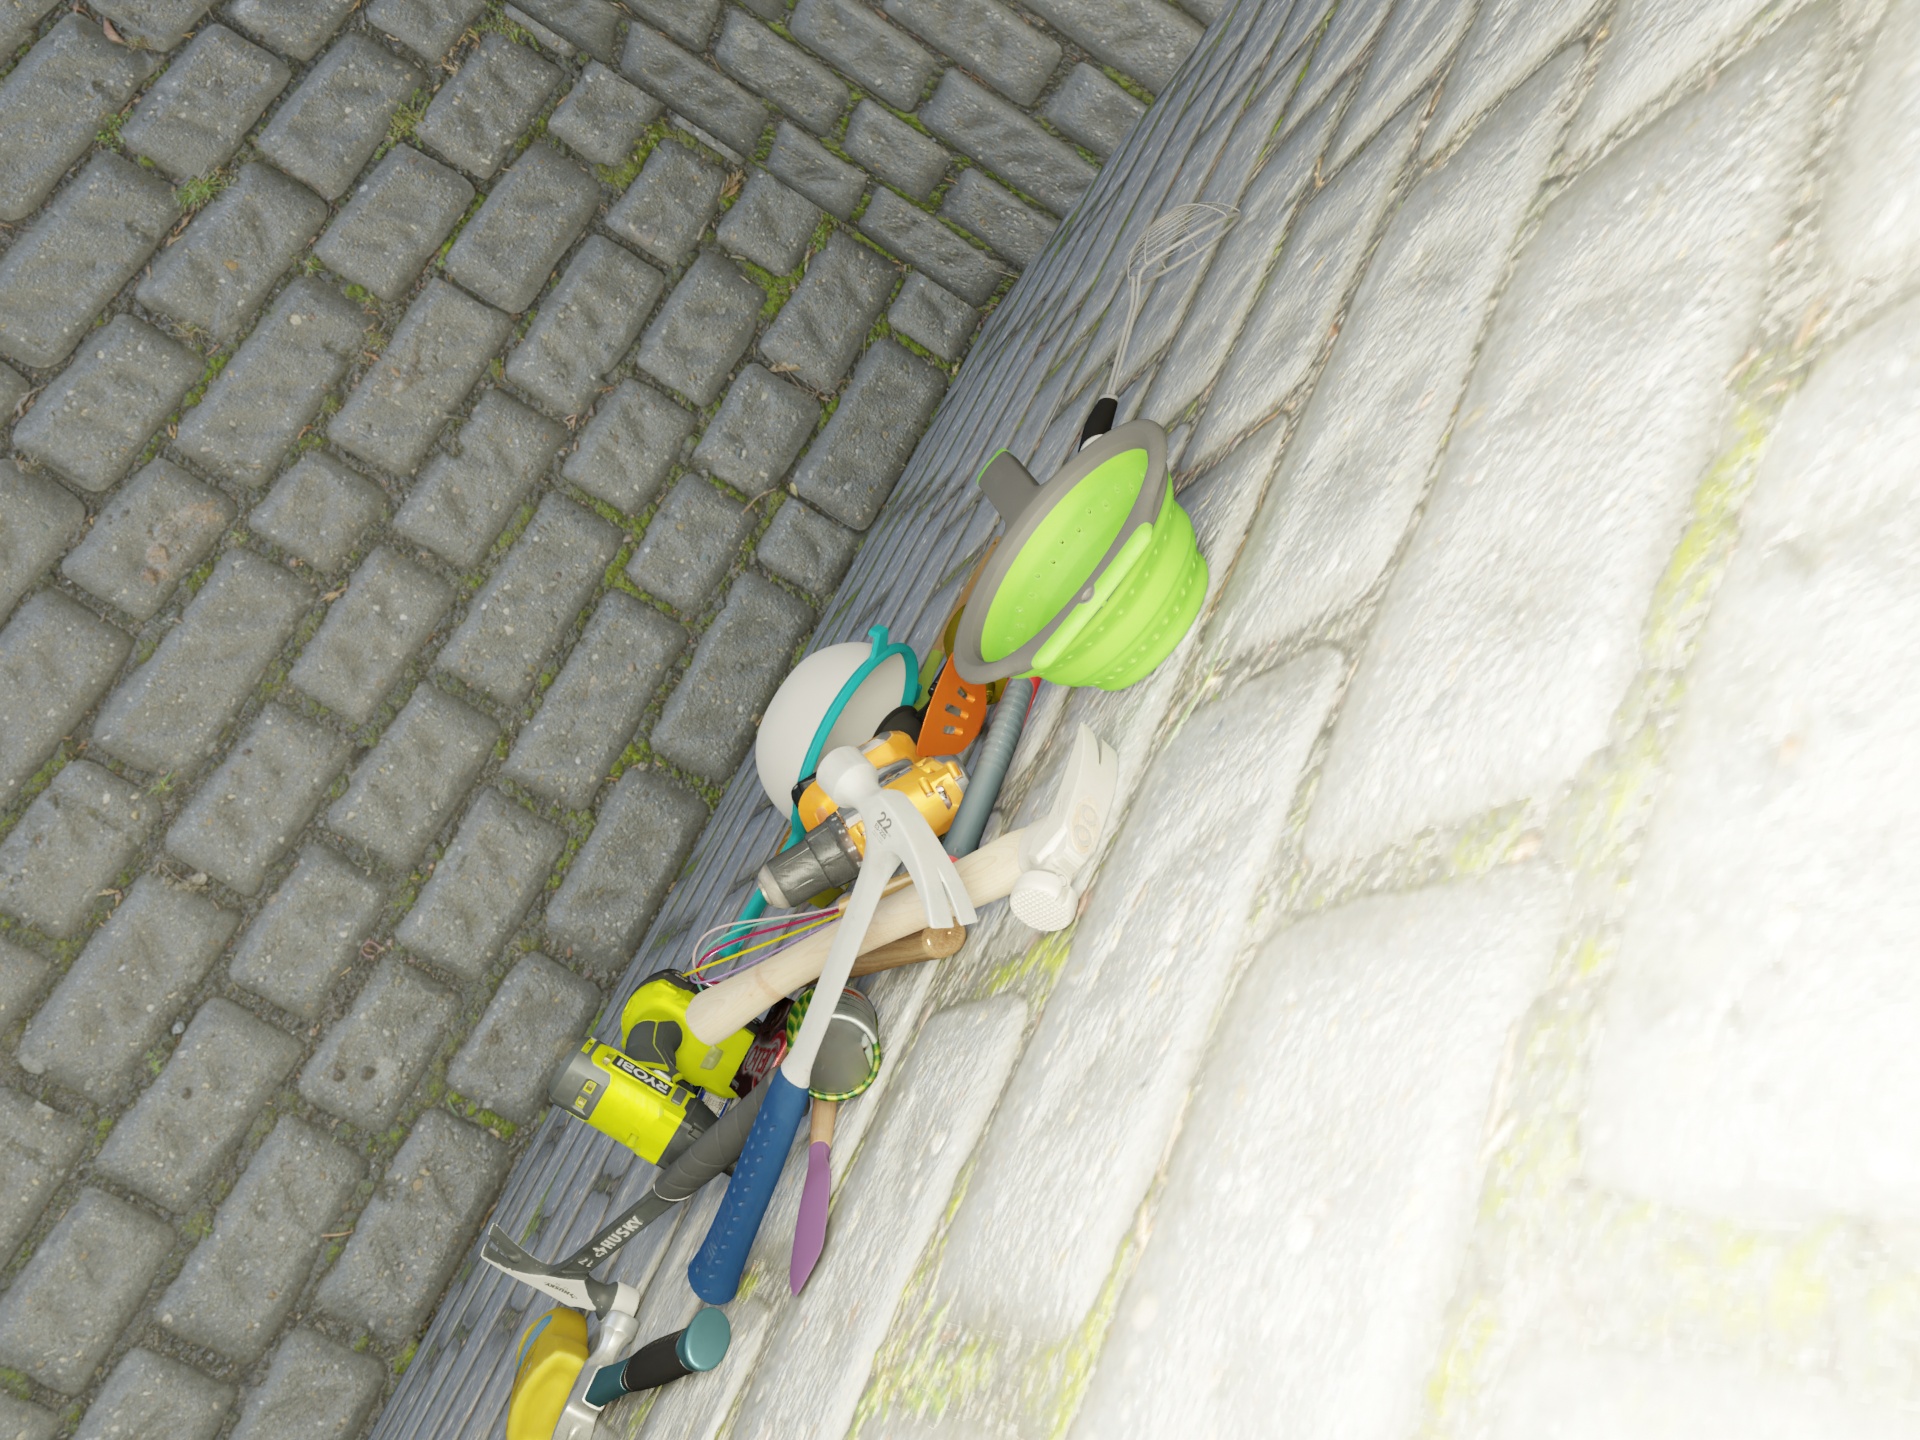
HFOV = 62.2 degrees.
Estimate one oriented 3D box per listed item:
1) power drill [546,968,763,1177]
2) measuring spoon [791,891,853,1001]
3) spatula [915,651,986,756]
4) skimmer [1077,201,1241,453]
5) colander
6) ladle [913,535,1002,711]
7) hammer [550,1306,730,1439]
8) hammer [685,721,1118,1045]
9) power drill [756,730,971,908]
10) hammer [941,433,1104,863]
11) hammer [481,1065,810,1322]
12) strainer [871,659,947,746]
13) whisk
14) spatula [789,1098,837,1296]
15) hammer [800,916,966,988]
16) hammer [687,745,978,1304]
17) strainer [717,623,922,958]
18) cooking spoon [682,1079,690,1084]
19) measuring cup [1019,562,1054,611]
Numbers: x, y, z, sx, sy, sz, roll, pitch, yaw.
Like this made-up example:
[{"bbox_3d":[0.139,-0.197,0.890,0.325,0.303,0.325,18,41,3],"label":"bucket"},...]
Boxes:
[{"bbox_3d":[-0.247,0.311,1.389,0.080,0.171,0.223,-59,2,11],"label":"power drill"},{"bbox_3d":[-0.131,0.211,1.483,0.124,0.018,0.034,-59,11,5],"label":"measuring spoon"},{"bbox_3d":[-0.002,-0.004,1.282,0.322,0.041,0.081,99,-169,-89],"label":"spatula"},{"bbox_3d":[0.186,-0.354,1.557,0.127,0.090,0.363,-25,46,66],"label":"skimmer"},{"bbox_3d":[0.081,-0.116,1.110,0.204,0.094,0.397,-51,20,12],"label":"colander"},{"bbox_3d":[-0.020,-0.100,1.732,0.078,0.062,0.320,1,47,33],"label":"ladle"},{"bbox_3d":[-0.239,0.484,1.188,0.331,0.033,0.128,-45,17,52],"label":"hammer"},{"bbox_3d":[-0.056,0.132,1.069,0.410,0.038,0.146,-31,26,41],"label":"hammer"},{"bbox_3d":[-0.087,0.083,1.316,0.185,0.084,0.226,-30,9,-7],"label":"power drill"},{"bbox_3d":[0.049,-0.028,1.217,0.143,0.038,0.386,95,-164,-66],"label":"hammer"},{"bbox_3d":[-0.242,0.376,1.263,0.409,0.149,0.036,-45,23,36],"label":"hammer"},{"bbox_3d":[-0.025,-0.022,1.581,0.258,0.050,0.086,-59,-31,-28],"label":"strainer"},{"bbox_3d":[-0.107,0.155,1.206,0.245,0.047,0.051,-24,56,17],"label":"whisk"},{"bbox_3d":[-0.098,0.289,1.120,0.059,0.018,0.316,-62,10,18],"label":"spatula"},{"bbox_3d":[-0.085,0.183,1.213,0.130,0.031,0.331,-30,1,-32],"label":"hammer"},{"bbox_3d":[-0.101,0.223,1.021,0.144,0.035,0.405,44,122,40],"label":"hammer"},{"bbox_3d":[-0.164,0.059,1.514,0.340,0.095,0.210,-59,-16,-10],"label":"strainer"},{"bbox_3d":[-0.309,0.358,1.525,0.069,0.017,0.318,-64,-18,-16],"label":"cooking spoon"},{"bbox_3d":[0.073,-0.112,1.403,0.083,0.038,0.167,-27,9,33],"label":"measuring cup"}]
